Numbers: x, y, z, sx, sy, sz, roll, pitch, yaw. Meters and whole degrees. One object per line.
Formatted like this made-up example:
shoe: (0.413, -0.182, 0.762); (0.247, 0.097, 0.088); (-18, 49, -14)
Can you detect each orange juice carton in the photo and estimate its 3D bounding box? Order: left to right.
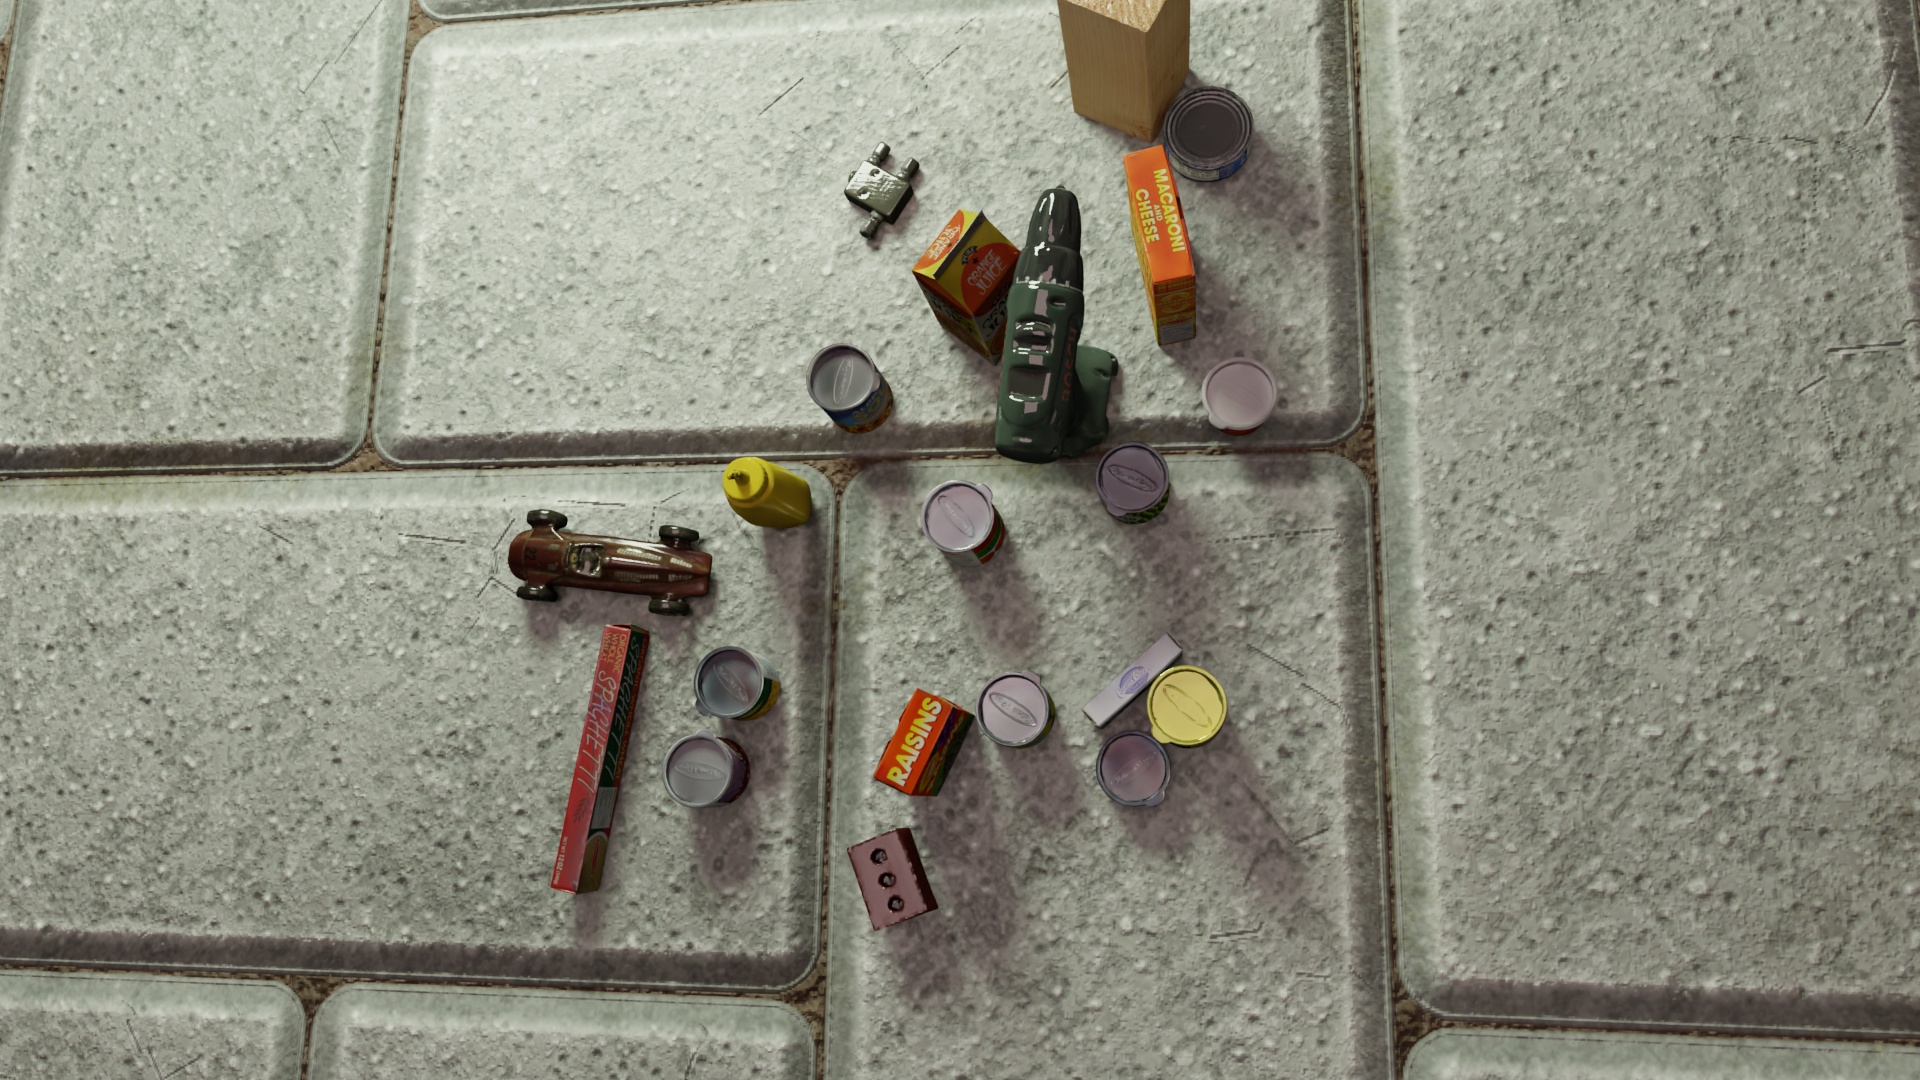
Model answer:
orange juice carton: (0.013, -0.233, 1.259); (0.073, 0.192, 0.072); (37, 87, 14)

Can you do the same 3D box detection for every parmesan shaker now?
parmesan shaker: (0.194, 0.148, 1.201); (0.071, 0.103, 0.071); (-2, 79, 9)

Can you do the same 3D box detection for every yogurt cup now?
yogurt cup: (0.255, -0.128, 1.271); (0.072, 0.054, 0.072); (-2, 79, 9)

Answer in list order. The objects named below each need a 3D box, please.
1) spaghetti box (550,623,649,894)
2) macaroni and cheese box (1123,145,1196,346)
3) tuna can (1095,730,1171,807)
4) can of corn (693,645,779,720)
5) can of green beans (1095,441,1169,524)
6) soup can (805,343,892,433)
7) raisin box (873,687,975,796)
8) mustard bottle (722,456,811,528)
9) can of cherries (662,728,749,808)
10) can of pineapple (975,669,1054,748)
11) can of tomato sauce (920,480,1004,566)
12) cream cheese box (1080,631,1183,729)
spaghetti box: (-0.336, 0.202, 1.302); (0.029, 0.050, 0.250); (8, 80, 11)
macaroni and cheese box: (0.181, -0.262, 1.251); (0.040, 0.166, 0.124); (-13, 78, 7)
tuna can: (0.155, 0.205, 1.232); (0.071, 0.033, 0.071); (-2, 79, 9)
can of corn: (-0.209, 0.136, 1.291); (0.071, 0.058, 0.071); (-2, 79, 9)
can of green beans: (0.158, -0.052, 1.270); (0.071, 0.057, 0.071); (-2, 79, 9)
soup can: (-0.101, -0.142, 1.315); (0.071, 0.083, 0.071); (-2, 79, 9)
raisin box: (-0.030, 0.179, 1.220); (0.040, 0.123, 0.086); (25, 84, 13)
mustard bottle: (-0.182, -0.046, 1.270); (0.065, 0.160, 0.049); (-4, 79, 9)
can of cherries: (-0.232, 0.210, 1.280); (0.071, 0.058, 0.071); (-2, 79, 9)
can of pineapple: (0.051, 0.152, 1.246); (0.071, 0.058, 0.071); (-2, 79, 9)
can of tomato sauce: (0.005, -0.016, 1.274); (0.071, 0.083, 0.071); (-2, 79, 9)
cream cheese box: (0.154, 0.126, 1.237); (0.104, 0.053, 0.024); (-42, 76, -1)
